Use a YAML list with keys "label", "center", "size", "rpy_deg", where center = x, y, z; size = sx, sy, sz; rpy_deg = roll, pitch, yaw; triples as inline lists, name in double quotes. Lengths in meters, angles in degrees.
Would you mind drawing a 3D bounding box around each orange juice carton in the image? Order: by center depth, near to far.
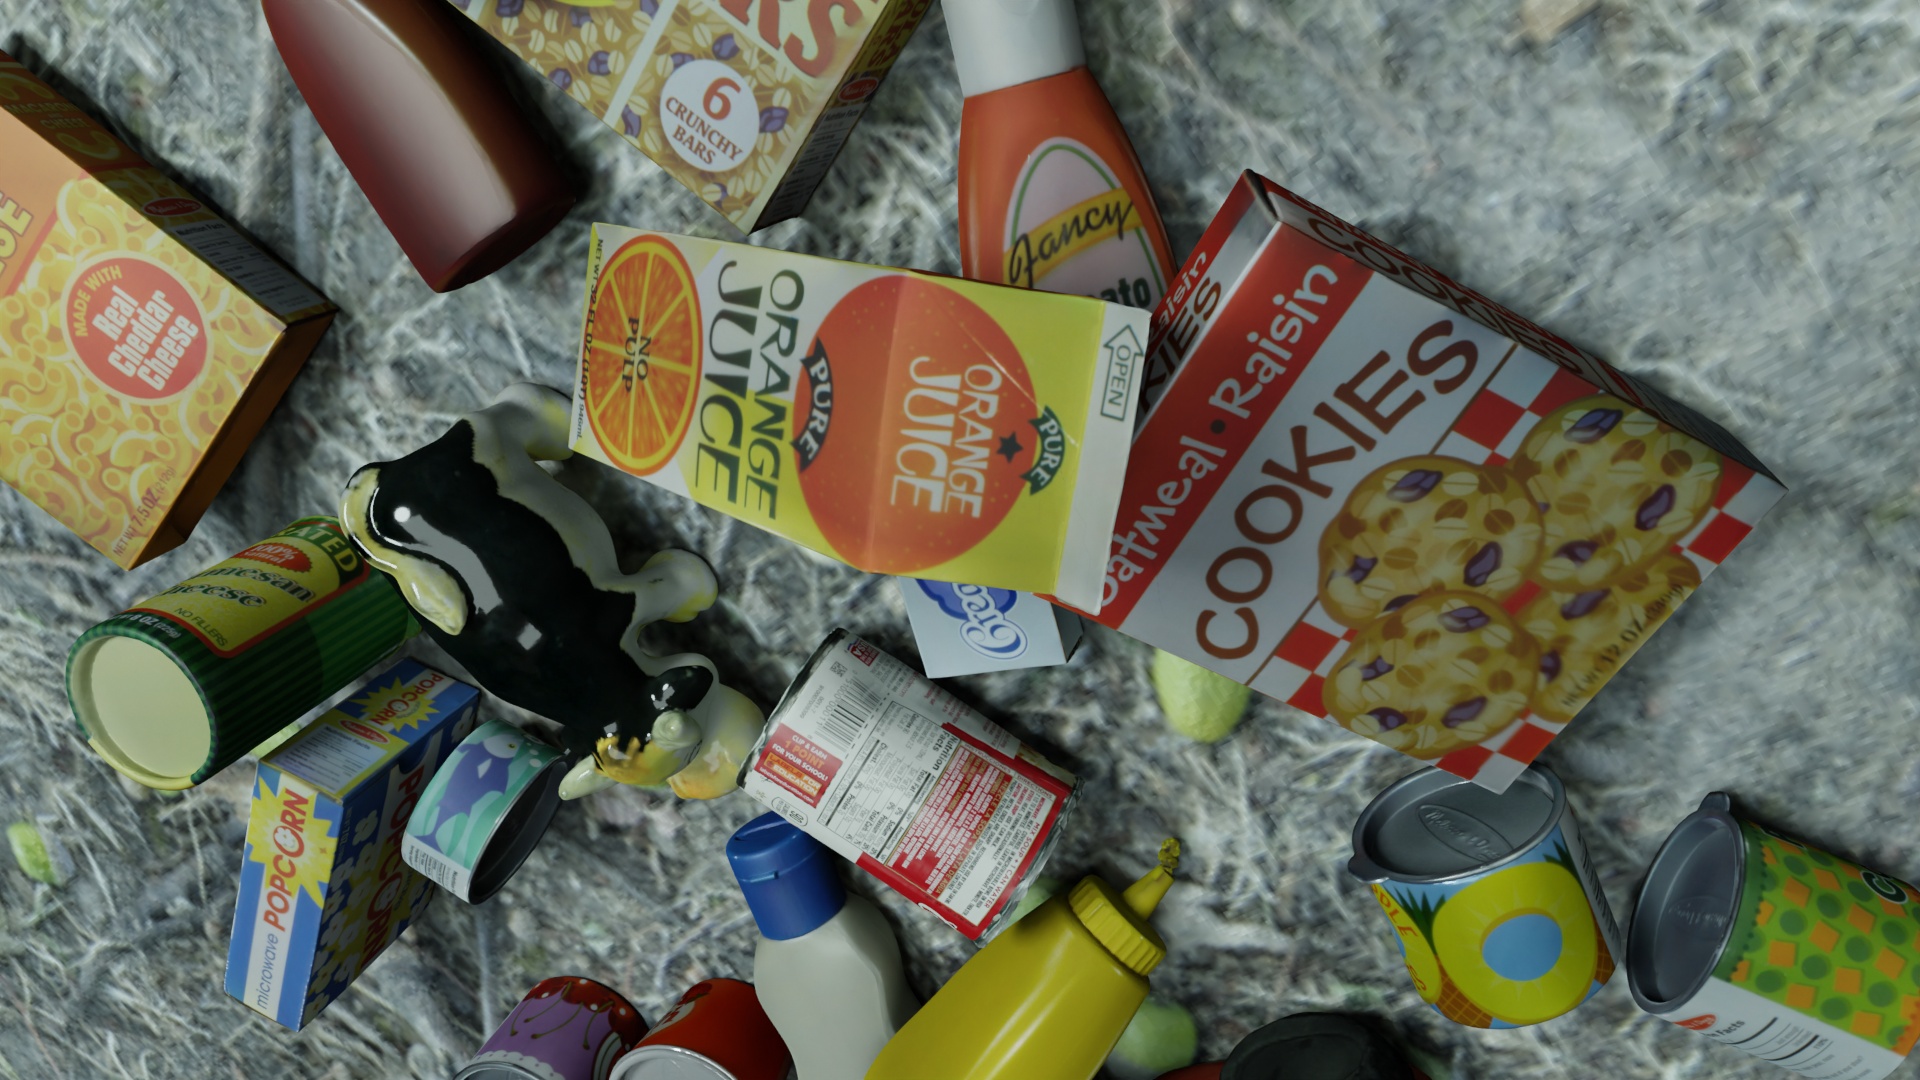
- label: "orange juice carton"
  center: [-0.027, -0.039, 0.375]
  size: [0.193, 0.073, 0.071]
  rpy_deg: [20, 105, 45]

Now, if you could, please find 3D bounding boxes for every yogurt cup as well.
- label: "yogurt cup"
  center: [-0.103, 0.219, 0.571]
  size: [0.072, 0.054, 0.072]
  rpy_deg: [6, 113, 15]

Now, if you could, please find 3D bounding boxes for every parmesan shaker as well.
- label: "parmesan shaker"
  center: [-0.264, 0.040, 0.520]
  size: [0.071, 0.103, 0.071]
  rpy_deg: [6, 113, 15]

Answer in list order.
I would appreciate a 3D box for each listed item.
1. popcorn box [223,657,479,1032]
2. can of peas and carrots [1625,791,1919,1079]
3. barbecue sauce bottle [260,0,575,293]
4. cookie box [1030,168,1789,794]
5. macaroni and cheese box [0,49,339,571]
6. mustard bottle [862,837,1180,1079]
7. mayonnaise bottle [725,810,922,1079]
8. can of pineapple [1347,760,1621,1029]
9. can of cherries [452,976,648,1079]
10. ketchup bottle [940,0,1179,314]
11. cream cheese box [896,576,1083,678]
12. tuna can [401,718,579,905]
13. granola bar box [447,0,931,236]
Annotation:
- label: "popcorn box"
  center: [-0.244, 0.121, 0.557]
  size: [0.038, 0.085, 0.126]
  rpy_deg: [26, 117, 6]
- label: "can of peas and carrots"
  center: [0.246, 0.120, 0.419]
  size: [0.059, 0.071, 0.070]
  rpy_deg: [22, 116, 7]
- label: "barbecue sauce bottle"
  center: [-0.190, -0.158, 0.450]
  size: [0.064, 0.044, 0.148]
  rpy_deg: [-26, 101, 37]
- label: "cookie box"
  center: [0.119, -0.009, 0.391]
  size: [0.167, 0.040, 0.122]
  rpy_deg: [23, 118, -15]
- label: "macaroni and cheese box"
  center: [-0.334, -0.088, 0.507]
  size: [0.166, 0.040, 0.123]
  rpy_deg: [39, 107, -7]
- label: "mustard bottle"
  center: [0.028, 0.170, 0.497]
  size: [0.048, 0.065, 0.160]
  rpy_deg: [42, 92, -22]
- label: "mayonnaise bottle"
  center: [-0.048, 0.176, 0.545]
  size: [0.064, 0.041, 0.147]
  rpy_deg: [-16, 105, 15]
- label: "can of pineapple"
  center: [0.164, 0.110, 0.438]
  size: [0.071, 0.071, 0.057]
  rpy_deg: [-20, 105, 23]
- label: "can of cherries"
  center: [-0.172, 0.232, 0.596]
  size: [0.071, 0.058, 0.071]
  rpy_deg: [6, 112, 15]
- label: "ketchup bottle"
  center: [0.027, -0.096, 0.406]
  size: [0.065, 0.043, 0.148]
  rpy_deg: [-16, 107, -5]
- label: "cream cheese box"
  center: [0.002, -0.006, 0.465]
  size: [0.053, 0.024, 0.103]
  rpy_deg: [-10, 108, 22]
- label: "tuna can"
  center: [-0.183, 0.103, 0.544]
  size: [0.033, 0.071, 0.070]
  rpy_deg: [29, 117, 5]
- label: "granola bar box"
  center: [-0.090, -0.191, 0.409]
  size: [0.165, 0.039, 0.123]
  rpy_deg: [38, 117, 0]
